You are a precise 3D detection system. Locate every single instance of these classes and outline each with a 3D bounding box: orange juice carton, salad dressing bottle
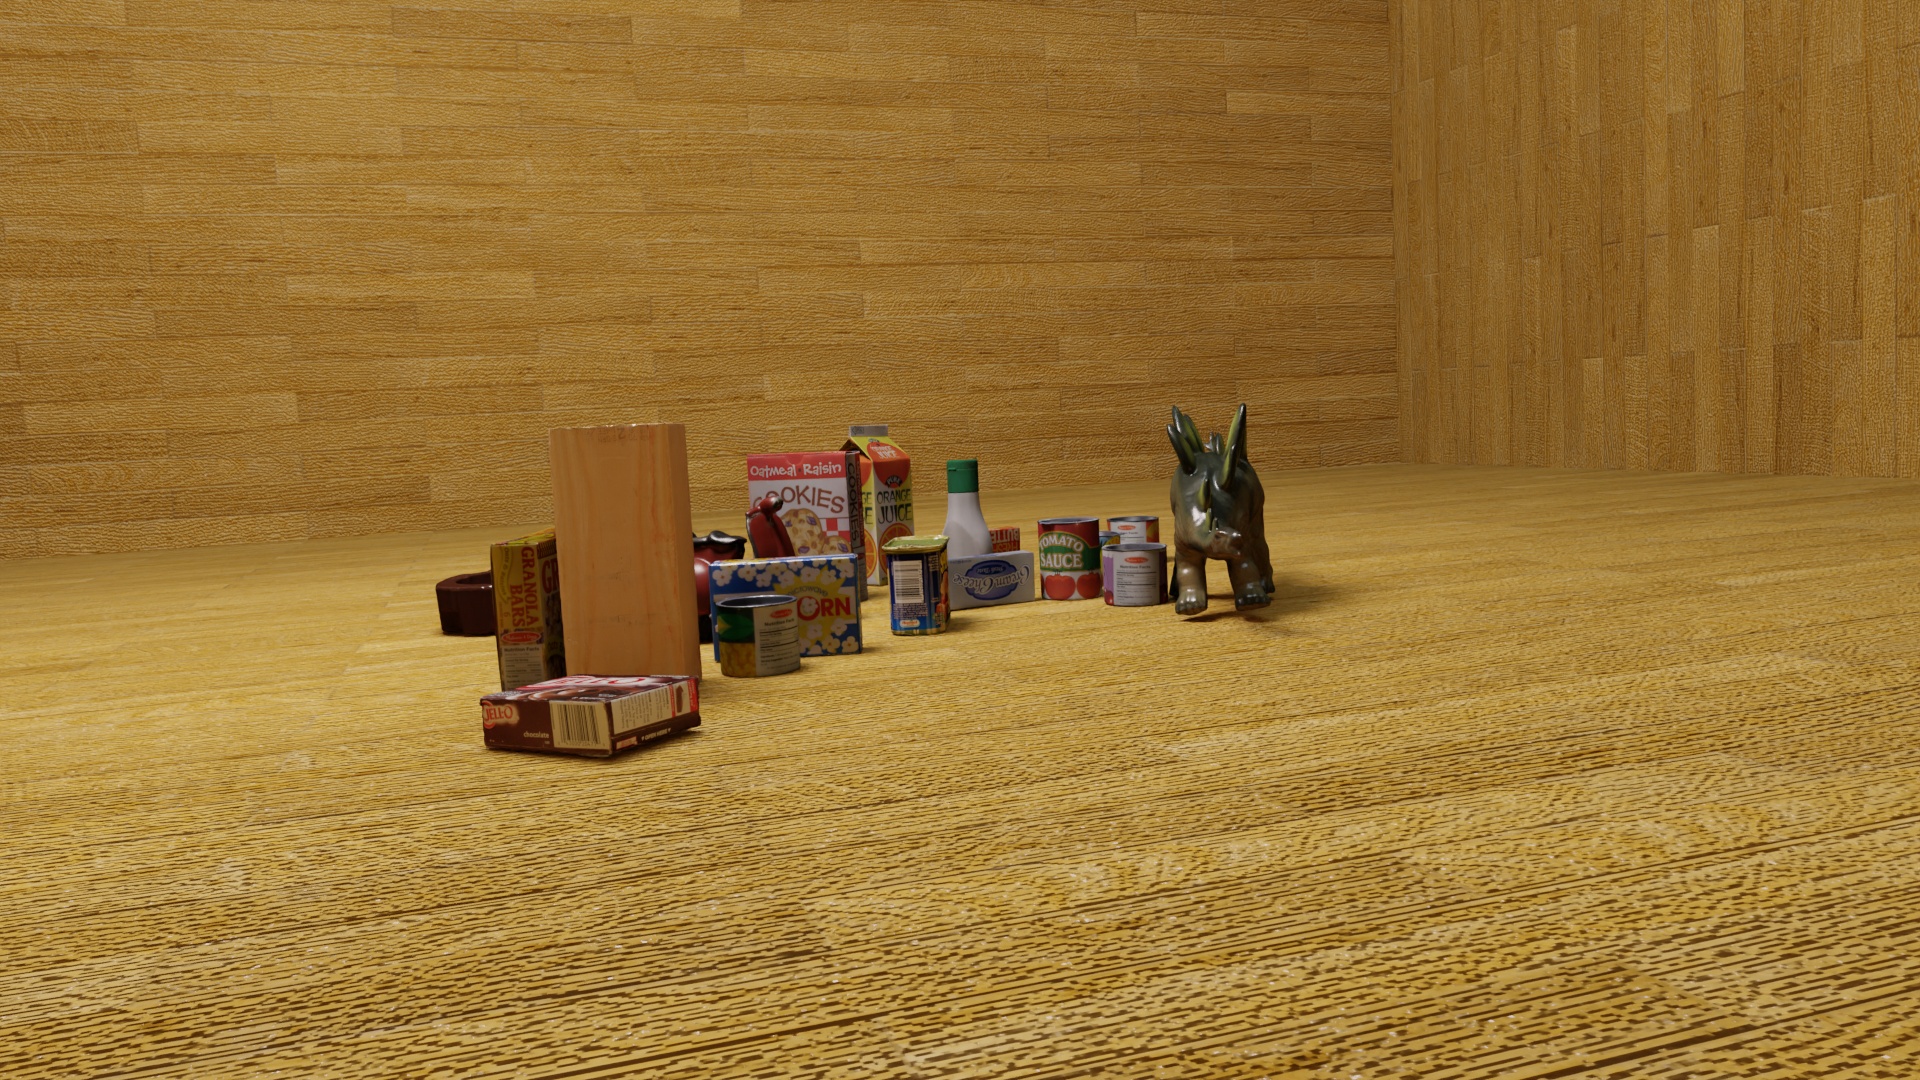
[{"bbox_3d":[-0.106,-0.045,1.691,0.073,0.192,0.072,1,6,39],"label":"orange juice carton"},{"bbox_3d":[0.006,-0.020,1.609,0.064,0.147,0.044,1,6,41],"label":"salad dressing bottle"}]

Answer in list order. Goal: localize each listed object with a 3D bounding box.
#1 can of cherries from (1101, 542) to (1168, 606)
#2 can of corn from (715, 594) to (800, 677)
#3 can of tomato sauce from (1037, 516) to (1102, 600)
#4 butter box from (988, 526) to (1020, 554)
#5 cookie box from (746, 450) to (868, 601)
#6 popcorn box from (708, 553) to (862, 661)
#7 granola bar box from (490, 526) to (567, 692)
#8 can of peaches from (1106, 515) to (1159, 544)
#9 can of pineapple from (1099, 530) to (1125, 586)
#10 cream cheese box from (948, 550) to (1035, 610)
[{"bbox_3d":[0.178,0.034,1.414,0.071,0.058,0.071,-3,5,0],"label":"can of cherries"},{"bbox_3d":[-0.166,0.077,1.137,0.071,0.058,0.071,-3,5,0],"label":"can of corn"},{"bbox_3d":[0.116,0.019,1.477,0.071,0.083,0.071,-3,5,0],"label":"can of tomato sauce"},{"bbox_3d":[0.033,0.012,1.755,0.104,0.053,0.024,-8,7,-44],"label":"butter box"},{"bbox_3d":[-0.170,-0.015,1.537,0.123,0.167,0.040,-1,5,20],"label":"cookie box"},{"bbox_3d":[-0.150,0.057,1.200,0.127,0.085,0.038,-3,5,-4],"label":"popcorn box"},{"bbox_3d":[-0.325,0.055,1.108,0.039,0.124,0.166,-3,5,1],"label":"granola bar box"},{"bbox_3d":[0.220,0.000,1.756,0.071,0.058,0.071,-3,5,0],"label":"can of peaches"},{"bbox_3d":[0.151,0.021,1.575,0.071,0.057,0.071,-3,5,0],"label":"can of pineapple"},{"bbox_3d":[0.028,0.041,1.444,0.104,0.053,0.024,-5,5,-26],"label":"cream cheese box"}]
